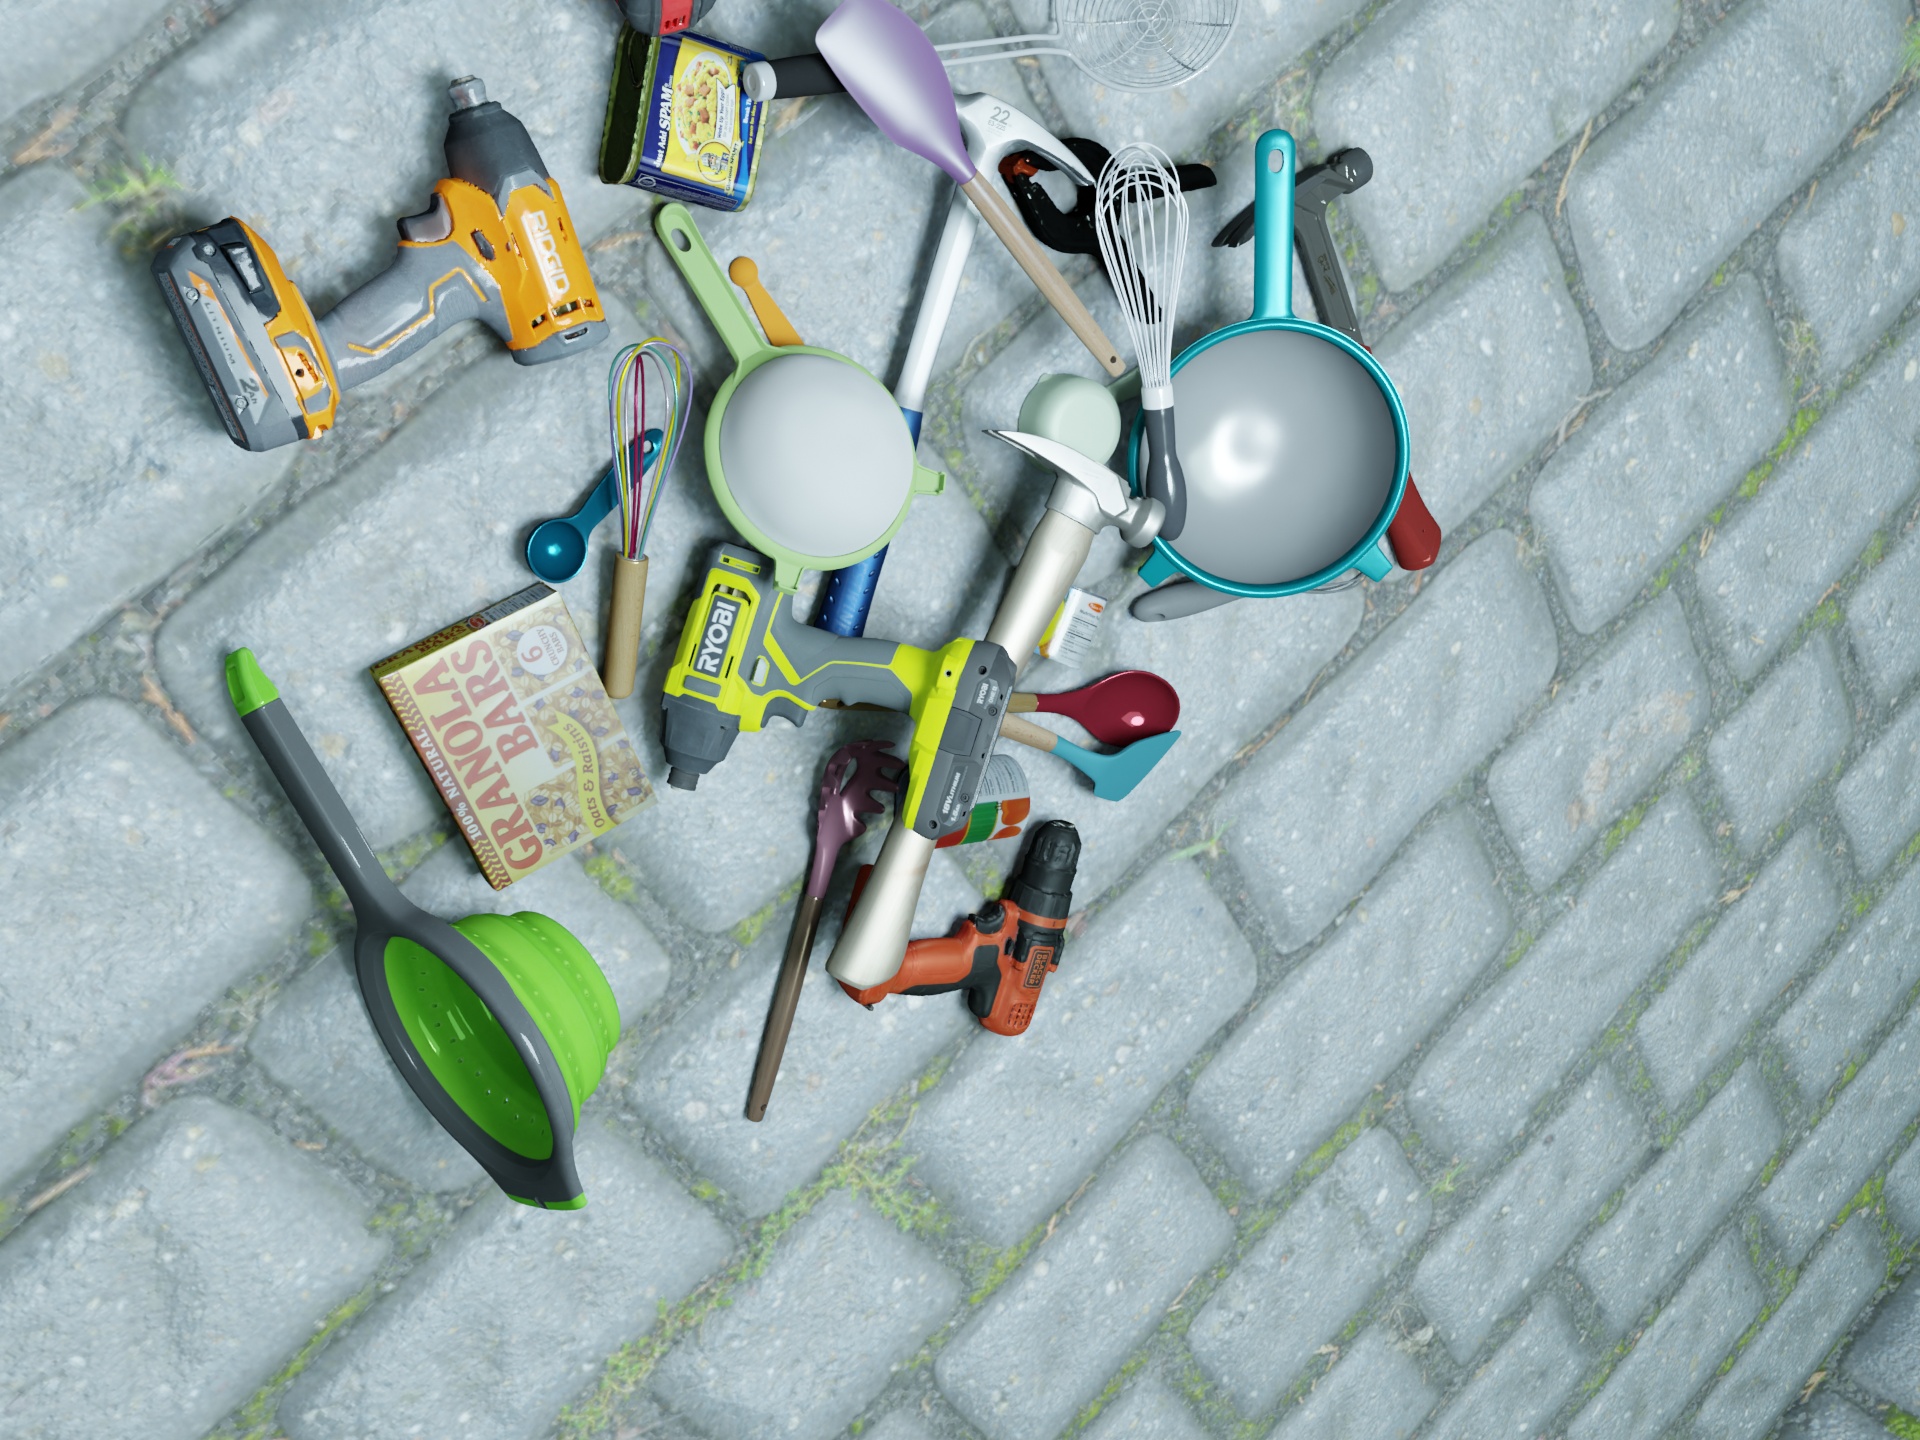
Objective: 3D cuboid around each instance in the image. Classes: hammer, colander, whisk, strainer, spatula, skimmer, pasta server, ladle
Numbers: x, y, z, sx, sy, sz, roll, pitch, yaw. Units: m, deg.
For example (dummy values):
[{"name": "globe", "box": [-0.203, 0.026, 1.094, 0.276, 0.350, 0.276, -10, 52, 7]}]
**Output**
[{"name": "hammer", "box": [0.325, -0.275, 1.318, 0.149, 0.037, 0.358, -36, 120, -16]}, {"name": "colander", "box": [-0.322, 0.118, 1.001, 0.094, 0.204, 0.397, -36, 104, -40]}, {"name": "whisk", "box": [-0.212, -0.126, 1.022, 0.051, 0.047, 0.244, 12, 114, 1]}, {"name": "strainer", "box": [-0.111, -0.220, 1.013, 0.151, 0.069, 0.256, -37, 103, -26]}, {"name": "whisk", "box": [0.139, -0.265, 1.140, 0.070, 0.070, 0.284, -20, 116, -24]}, {"name": "strainer", "box": [0.230, -0.268, 1.212, 0.211, 0.095, 0.340, -1, 107, 3]}, {"name": "spatula", "box": [0.021, -0.337, 1.035, 0.060, 0.018, 0.315, -47, 126, -1]}, {"name": "skimmer", "box": [0.028, -0.451, 1.025, 0.363, 0.090, 0.127, -24, 88, -33]}, {"name": "spatula", "box": [0.045, 0.004, 1.216, 0.317, 0.044, 0.082, 22, 119, -34]}, {"name": "pasta server", "box": [-0.112, 0.159, 1.192, 0.060, 0.040, 0.316, 7, 103, -44]}, {"name": "hammer", "box": [-0.030, -0.226, 1.105, 0.144, 0.035, 0.405, 15, 100, -14]}, {"name": "ladle", "box": [0.034, -0.012, 1.232, 0.315, 0.031, 0.069, 1, 115, -29]}, {"name": "whisk", "box": [0.246, -0.115, 1.318, 0.239, 0.055, 0.055, -15, 113, -21]}, {"name": "hammer", "box": [-0.002, -0.004, 1.134, 0.146, 0.038, 0.410, 26, 89, -22]}]

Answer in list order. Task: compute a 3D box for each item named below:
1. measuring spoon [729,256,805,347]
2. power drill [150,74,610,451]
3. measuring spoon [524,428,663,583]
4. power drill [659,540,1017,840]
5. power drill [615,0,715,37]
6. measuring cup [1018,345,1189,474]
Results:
[{"name": "measuring spoon", "box": [-0.119, -0.260, 1.070, 0.021, 0.011, 0.116, -41, 122, -14]}, {"name": "power drill", "box": [-0.328, -0.260, 0.906, 0.226, 0.084, 0.164, -28, 118, -26]}, {"name": "measuring spoon", "box": [-0.239, -0.144, 1.036, 0.129, 0.021, 0.042, -53, 132, -17]}, {"name": "power drill", "box": [-0.087, -0.008, 1.074, 0.223, 0.080, 0.171, 18, 95, 5]}, {"name": "power drill", "box": [-0.124, -0.496, 0.935, 0.219, 0.078, 0.143, -25, 81, -19]}, {"name": "measuring cup", "box": [0.121, -0.242, 1.203, 0.167, 0.038, 0.083, -31, 119, -17]}]
